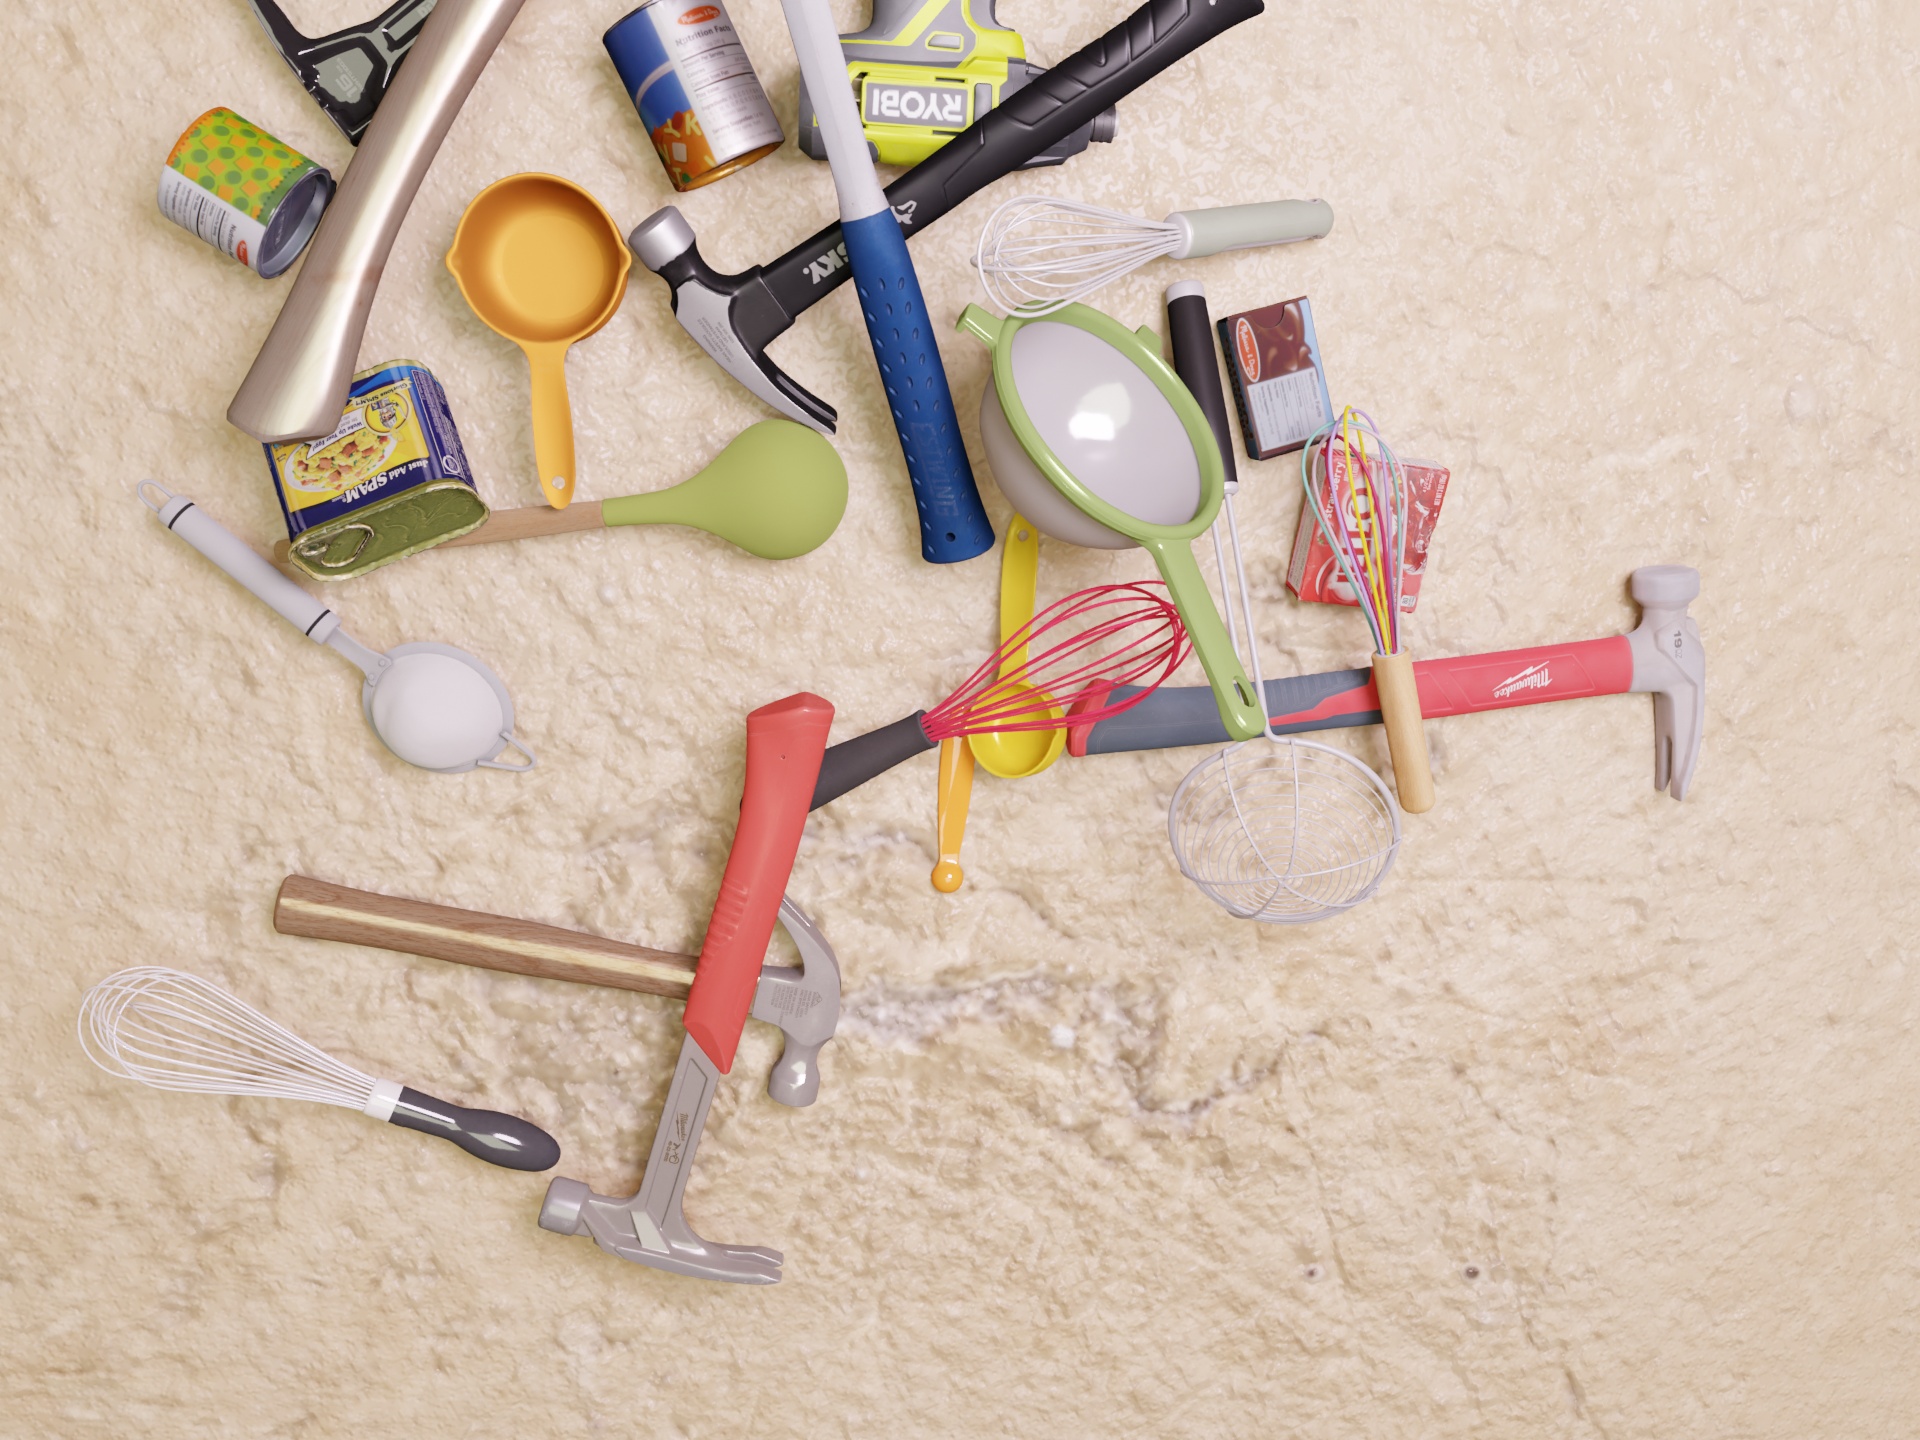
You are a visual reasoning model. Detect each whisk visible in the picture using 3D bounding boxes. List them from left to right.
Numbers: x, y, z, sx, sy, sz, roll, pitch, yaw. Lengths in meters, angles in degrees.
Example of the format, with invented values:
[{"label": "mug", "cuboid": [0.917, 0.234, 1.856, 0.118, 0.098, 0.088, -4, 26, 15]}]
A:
[{"label": "whisk", "cuboid": [-0.371, 0.212, 0.934, 0.284, 0.070, 0.070, 24, 99, -15]}, {"label": "whisk", "cuboid": [-0.001, -0.003, 0.892, 0.296, 0.073, 0.073, -24, 104, 19]}, {"label": "whisk", "cuboid": [0.108, -0.254, 0.839, 0.246, 0.058, 0.059, -17, 111, -31]}, {"label": "whisk", "cuboid": [0.237, -0.057, 0.897, 0.051, 0.047, 0.244, -17, 109, -2]}]

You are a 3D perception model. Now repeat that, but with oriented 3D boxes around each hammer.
[{"label": "hammer", "cuboid": [-0.267, -0.329, 0.793, 0.146, 0.038, 0.410, 29, 94, -5]}, {"label": "hammer", "cuboid": [-0.211, -0.434, 0.823, 0.337, 0.034, 0.127, -37, 104, 3]}, {"label": "hammer", "cuboid": [-0.233, 0.137, 0.940, 0.331, 0.031, 0.130, 12, 101, -8]}, {"label": "hammer", "cuboid": [-0.128, 0.157, 0.916, 0.149, 0.037, 0.359, 16, 103, -8]}, {"label": "hammer", "cuboid": [-0.045, -0.264, 0.789, 0.144, 0.035, 0.405, -13, 121, 6]}, {"label": "hammer", "cuboid": [0.003, -0.280, 0.822, 0.335, 0.035, 0.146, -30, 119, 15]}, {"label": "hammer", "cuboid": [0.255, -0.001, 0.955, 0.386, 0.038, 0.143, -7, 104, -4]}]

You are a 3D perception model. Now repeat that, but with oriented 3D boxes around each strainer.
[{"label": "strainer", "cuboid": [-0.348, -0.045, 0.883, 0.258, 0.050, 0.087, 40, 114, -11]}, {"label": "strainer", "cuboid": [0.082, -0.096, 0.824, 0.151, 0.069, 0.256, -7, 69, -43]}]

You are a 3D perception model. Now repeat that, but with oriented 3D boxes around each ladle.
[{"label": "ladle", "cuboid": [-0.222, -0.114, 0.891, 0.320, 0.062, 0.078, -6, 103, 3]}]

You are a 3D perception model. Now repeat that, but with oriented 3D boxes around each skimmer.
[{"label": "skimmer", "cuboid": [0.161, -0.065, 0.902, 0.127, 0.090, 0.363, -11, 81, 20]}]

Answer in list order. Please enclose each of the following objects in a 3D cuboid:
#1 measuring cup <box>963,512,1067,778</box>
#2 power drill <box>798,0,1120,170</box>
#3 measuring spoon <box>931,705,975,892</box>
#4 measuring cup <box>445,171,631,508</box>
[{"label": "measuring cup", "cuboid": [0.038, -0.044, 0.931, 0.062, 0.029, 0.156, 3, 88, 28]}, {"label": "power drill", "cuboid": [0.004, -0.405, 0.830, 0.171, 0.080, 0.223, 2, 105, -5]}, {"label": "measuring spoon", "cuboid": [-0.003, 0.049, 0.953, 0.021, 0.011, 0.117, 4, 101, -6]}, {"label": "measuring cup", "cuboid": [-0.221, -0.204, 0.862, 0.095, 0.052, 0.173, -3, 104, -5]}]
